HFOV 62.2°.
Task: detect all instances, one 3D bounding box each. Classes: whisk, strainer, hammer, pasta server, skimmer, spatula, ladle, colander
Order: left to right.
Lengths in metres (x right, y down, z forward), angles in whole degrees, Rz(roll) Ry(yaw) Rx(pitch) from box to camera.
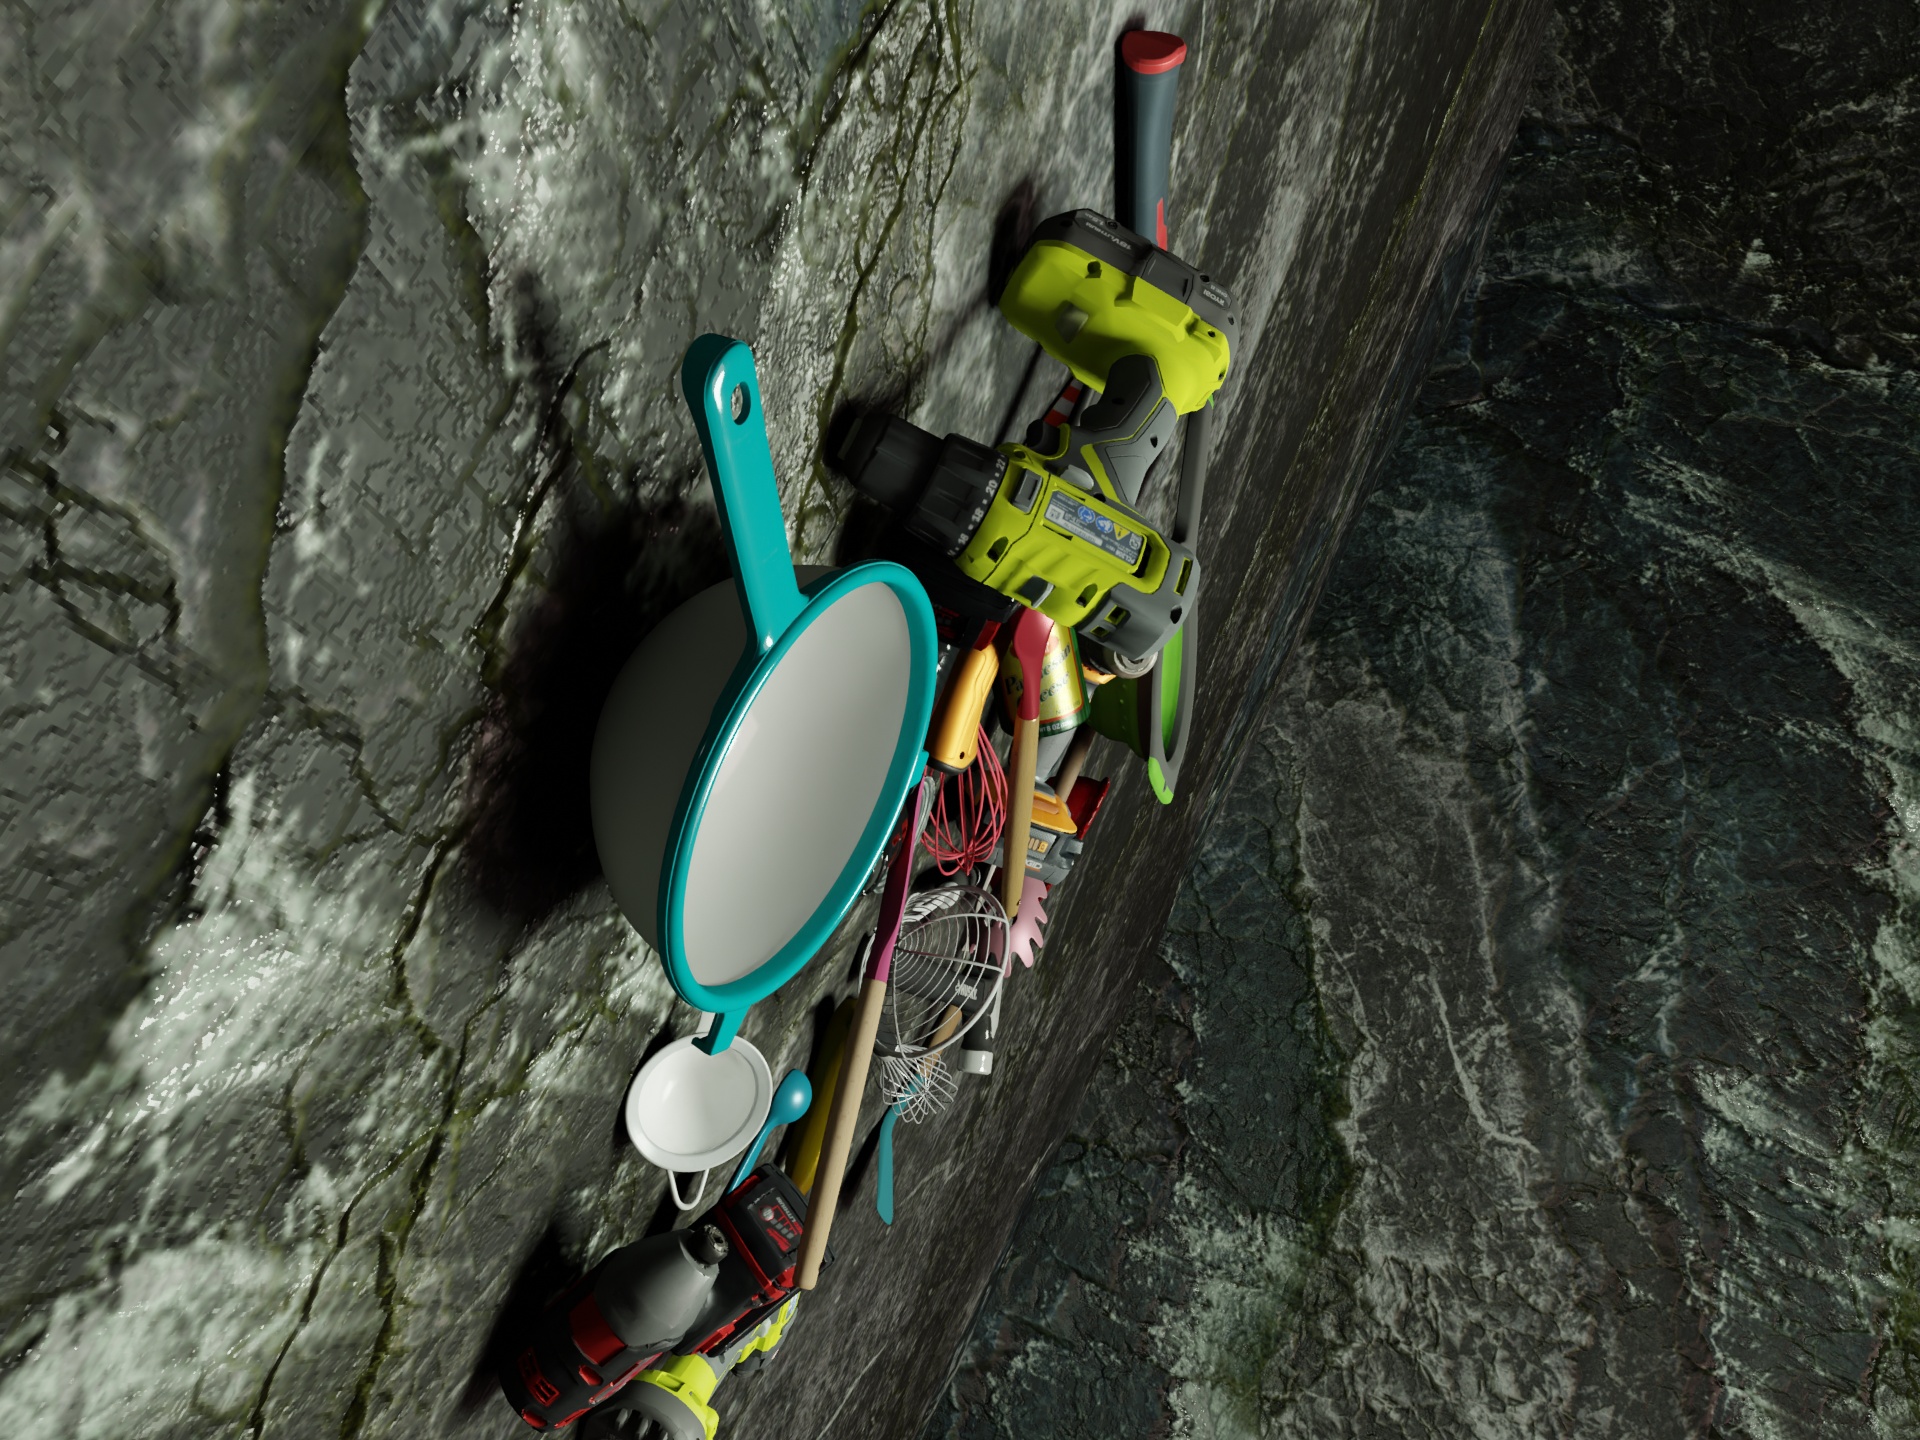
[{"bbox_3d":[-0.103,-0.025,0.660,0.211,0.095,0.340,-54,155,-33],"label":"strainer"},{"bbox_3d":[-0.137,0.152,0.898,0.086,0.050,0.258,6,108,-27],"label":"strainer"},{"bbox_3d":[-0.057,0.282,1.336,0.070,0.070,0.284,-61,158,-19],"label":"whisk"},{"bbox_3d":[-0.019,0.216,1.343,0.334,0.035,0.146,44,52,-68],"label":"hammer"},{"bbox_3d":[-0.018,0.326,1.535,0.318,0.044,0.082,-61,160,-22],"label":"spatula"},{"bbox_3d":[-0.002,-0.003,1.093,0.073,0.073,0.295,-51,152,-42],"label":"whisk"},{"bbox_3d":[-0.001,0.161,1.192,0.127,0.090,0.363,-44,175,7],"label":"skimmer"},{"bbox_3d":[0.044,0.015,1.046,0.069,0.031,0.315,-40,146,-41],"label":"ladle"},{"bbox_3d":[0.045,-0.125,1.003,0.127,0.034,0.337,18,95,-57],"label":"hammer"},{"bbox_3d":[0.079,0.079,1.358,0.040,0.060,0.316,77,30,-45],"label":"pasta server"},{"bbox_3d":[0.120,-0.300,1.088,0.143,0.038,0.386,-59,163,-18],"label":"hammer"},{"bbox_3d":[0.156,-0.130,1.388,0.204,0.094,0.397,52,44,-66],"label":"colander"}]

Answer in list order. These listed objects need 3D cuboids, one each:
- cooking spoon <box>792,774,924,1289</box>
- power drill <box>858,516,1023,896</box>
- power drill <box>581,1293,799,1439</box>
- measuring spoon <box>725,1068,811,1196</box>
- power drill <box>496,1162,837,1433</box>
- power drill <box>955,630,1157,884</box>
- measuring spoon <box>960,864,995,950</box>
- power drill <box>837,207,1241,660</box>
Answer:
[{"bbox_3d":[-0.059,0.186,0.985,0.068,0.017,0.319,98,5,-74],"label":"cooking spoon"},{"bbox_3d":[-0.041,0.004,0.888,0.188,0.080,0.226,-51,165,-77],"label":"power drill"},{"bbox_3d":[-0.184,0.475,1.155,0.223,0.080,0.171,-46,155,-58],"label":"power drill"},{"bbox_3d":[-0.141,0.315,1.152,0.129,0.021,0.042,-62,164,-21],"label":"measuring spoon"},{"bbox_3d":[-0.163,0.334,0.942,0.143,0.079,0.219,-41,164,7],"label":"power drill"},{"bbox_3d":[0.080,0.007,1.216,0.185,0.084,0.226,-130,-119,-74],"label":"power drill"},{"bbox_3d":[0.027,0.141,1.350,0.034,0.018,0.124,119,-7,-61],"label":"measuring spoon"},{"bbox_3d":[0.051,-0.162,0.848,0.080,0.190,0.229,-47,-162,56],"label":"power drill"}]
